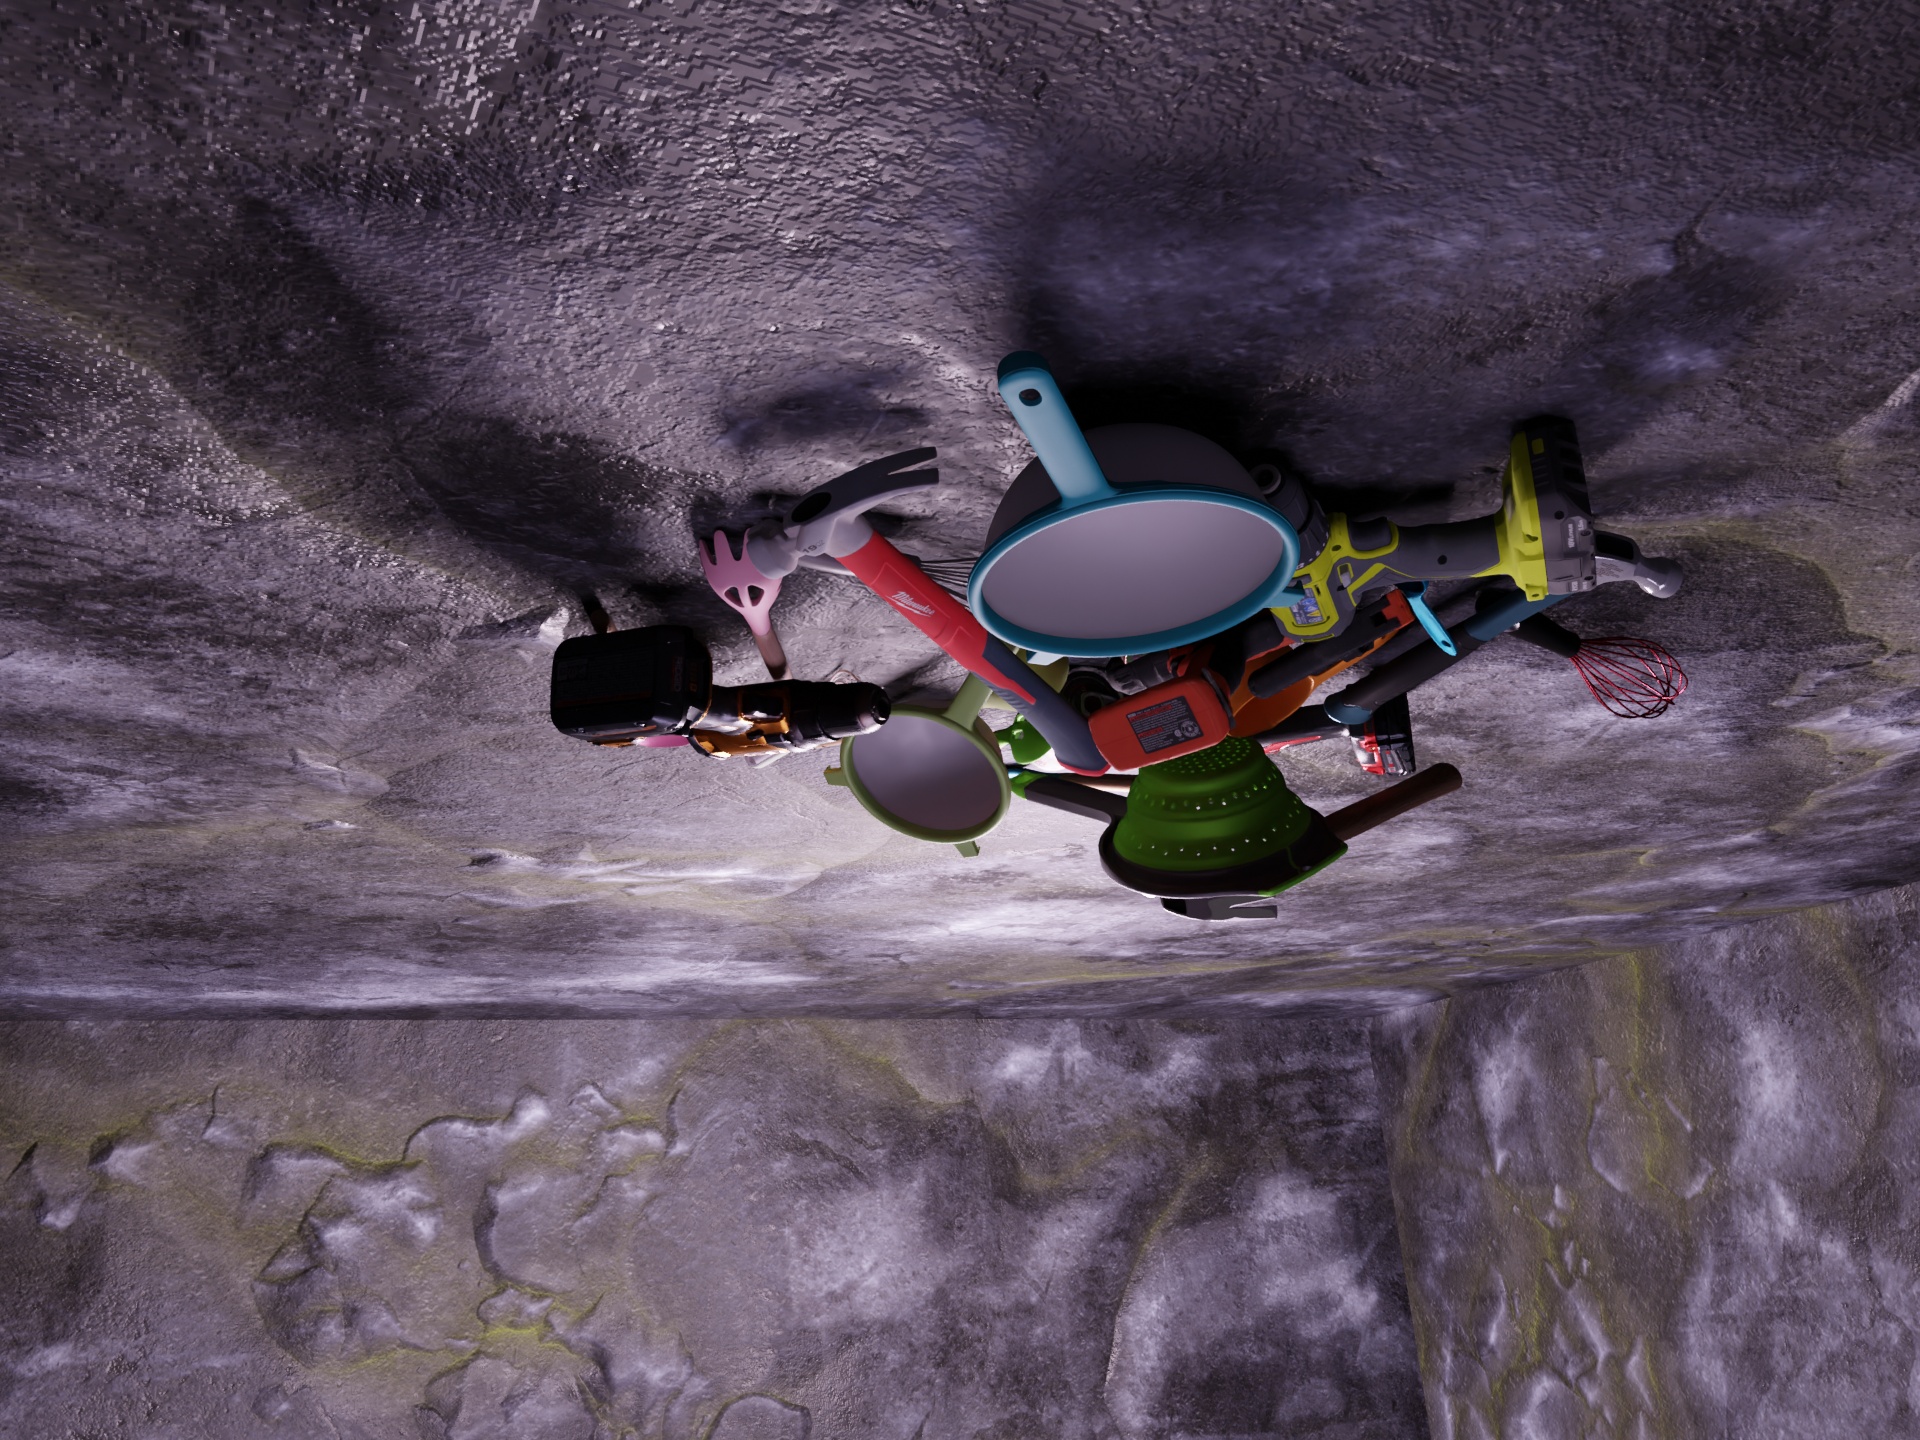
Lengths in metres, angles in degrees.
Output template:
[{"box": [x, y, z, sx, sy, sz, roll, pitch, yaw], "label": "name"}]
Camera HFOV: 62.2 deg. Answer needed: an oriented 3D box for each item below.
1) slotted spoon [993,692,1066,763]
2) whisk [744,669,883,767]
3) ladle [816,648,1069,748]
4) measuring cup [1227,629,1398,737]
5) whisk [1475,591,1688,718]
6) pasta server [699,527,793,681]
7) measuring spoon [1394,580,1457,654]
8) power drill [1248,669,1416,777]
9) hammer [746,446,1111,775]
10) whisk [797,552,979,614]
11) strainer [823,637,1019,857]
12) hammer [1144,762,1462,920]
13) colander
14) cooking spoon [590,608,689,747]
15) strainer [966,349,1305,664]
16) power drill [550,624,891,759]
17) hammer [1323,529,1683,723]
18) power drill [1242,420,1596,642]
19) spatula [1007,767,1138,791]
[{"box": [0.028, 0.022, 1.478, 0.031, 0.070, 0.314, 23, 165, -13], "label": "slotted spoon"}, {"box": [-0.139, 0.007, 1.438, 0.059, 0.058, 0.246, -29, -179, -34], "label": "whisk"}, {"box": [-0.030, -0.019, 1.412, 0.078, 0.062, 0.320, 9, 164, -42], "label": "ladle"}, {"box": [0.292, -0.052, 1.377, 0.173, 0.052, 0.095, -30, 154, -1], "label": "measuring cup"}, {"box": [0.543, -0.061, 1.389, 0.295, 0.073, 0.073, 18, 151, -35], "label": "whisk"}, {"box": [-0.152, -0.072, 1.237, 0.060, 0.040, 0.316, -4, 165, -1], "label": "pasta server"}, {"box": [0.365, -0.094, 1.241, 0.042, 0.021, 0.128, 26, 166, 49], "label": "measuring spoon"}, {"box": [0.319, 0.016, 1.528, 0.219, 0.079, 0.143, -7, 160, 17], "label": "power drill"}, {"box": [0.023, -0.058, 1.142, 0.143, 0.038, 0.385, -22, 143, 25], "label": "hammer"}, {"box": [-0.034, -0.104, 1.138, 0.238, 0.055, 0.055, 11, 156, -29], "label": "whisk"}, {"box": [-0.002, -0.004, 1.311, 0.151, 0.069, 0.256, 28, 133, -3], "label": "strainer"}, {"box": [0.324, 0.105, 1.434, 0.331, 0.031, 0.130, -21, -159, -24], "label": "hammer"}, {"box": [0.168, 0.058, 1.466, 0.204, 0.094, 0.397, -24, -158, -32], "label": "colander"}, {"box": [-0.273, -0.027, 1.345, 0.068, 0.017, 0.318, -2, 162, -2], "label": "cooking spoon"}, {"box": [0.083, -0.150, 0.967, 0.211, 0.095, 0.340, -13, 154, 16], "label": "strainer"}, {"box": [-0.180, -0.015, 1.237, 0.185, 0.084, 0.226, -5, 169, 30], "label": "power drill"}, {"box": [0.417, -0.068, 1.308, 0.128, 0.033, 0.331, 17, 152, -20], "label": "hammer"}, {"box": [0.307, -0.132, 1.089, 0.228, 0.080, 0.190, -9, 153, 20], "label": "power drill"}, {"box": [0.129, 0.073, 1.643, 0.317, 0.044, 0.082, 1, 166, 22], "label": "spatula"}]
